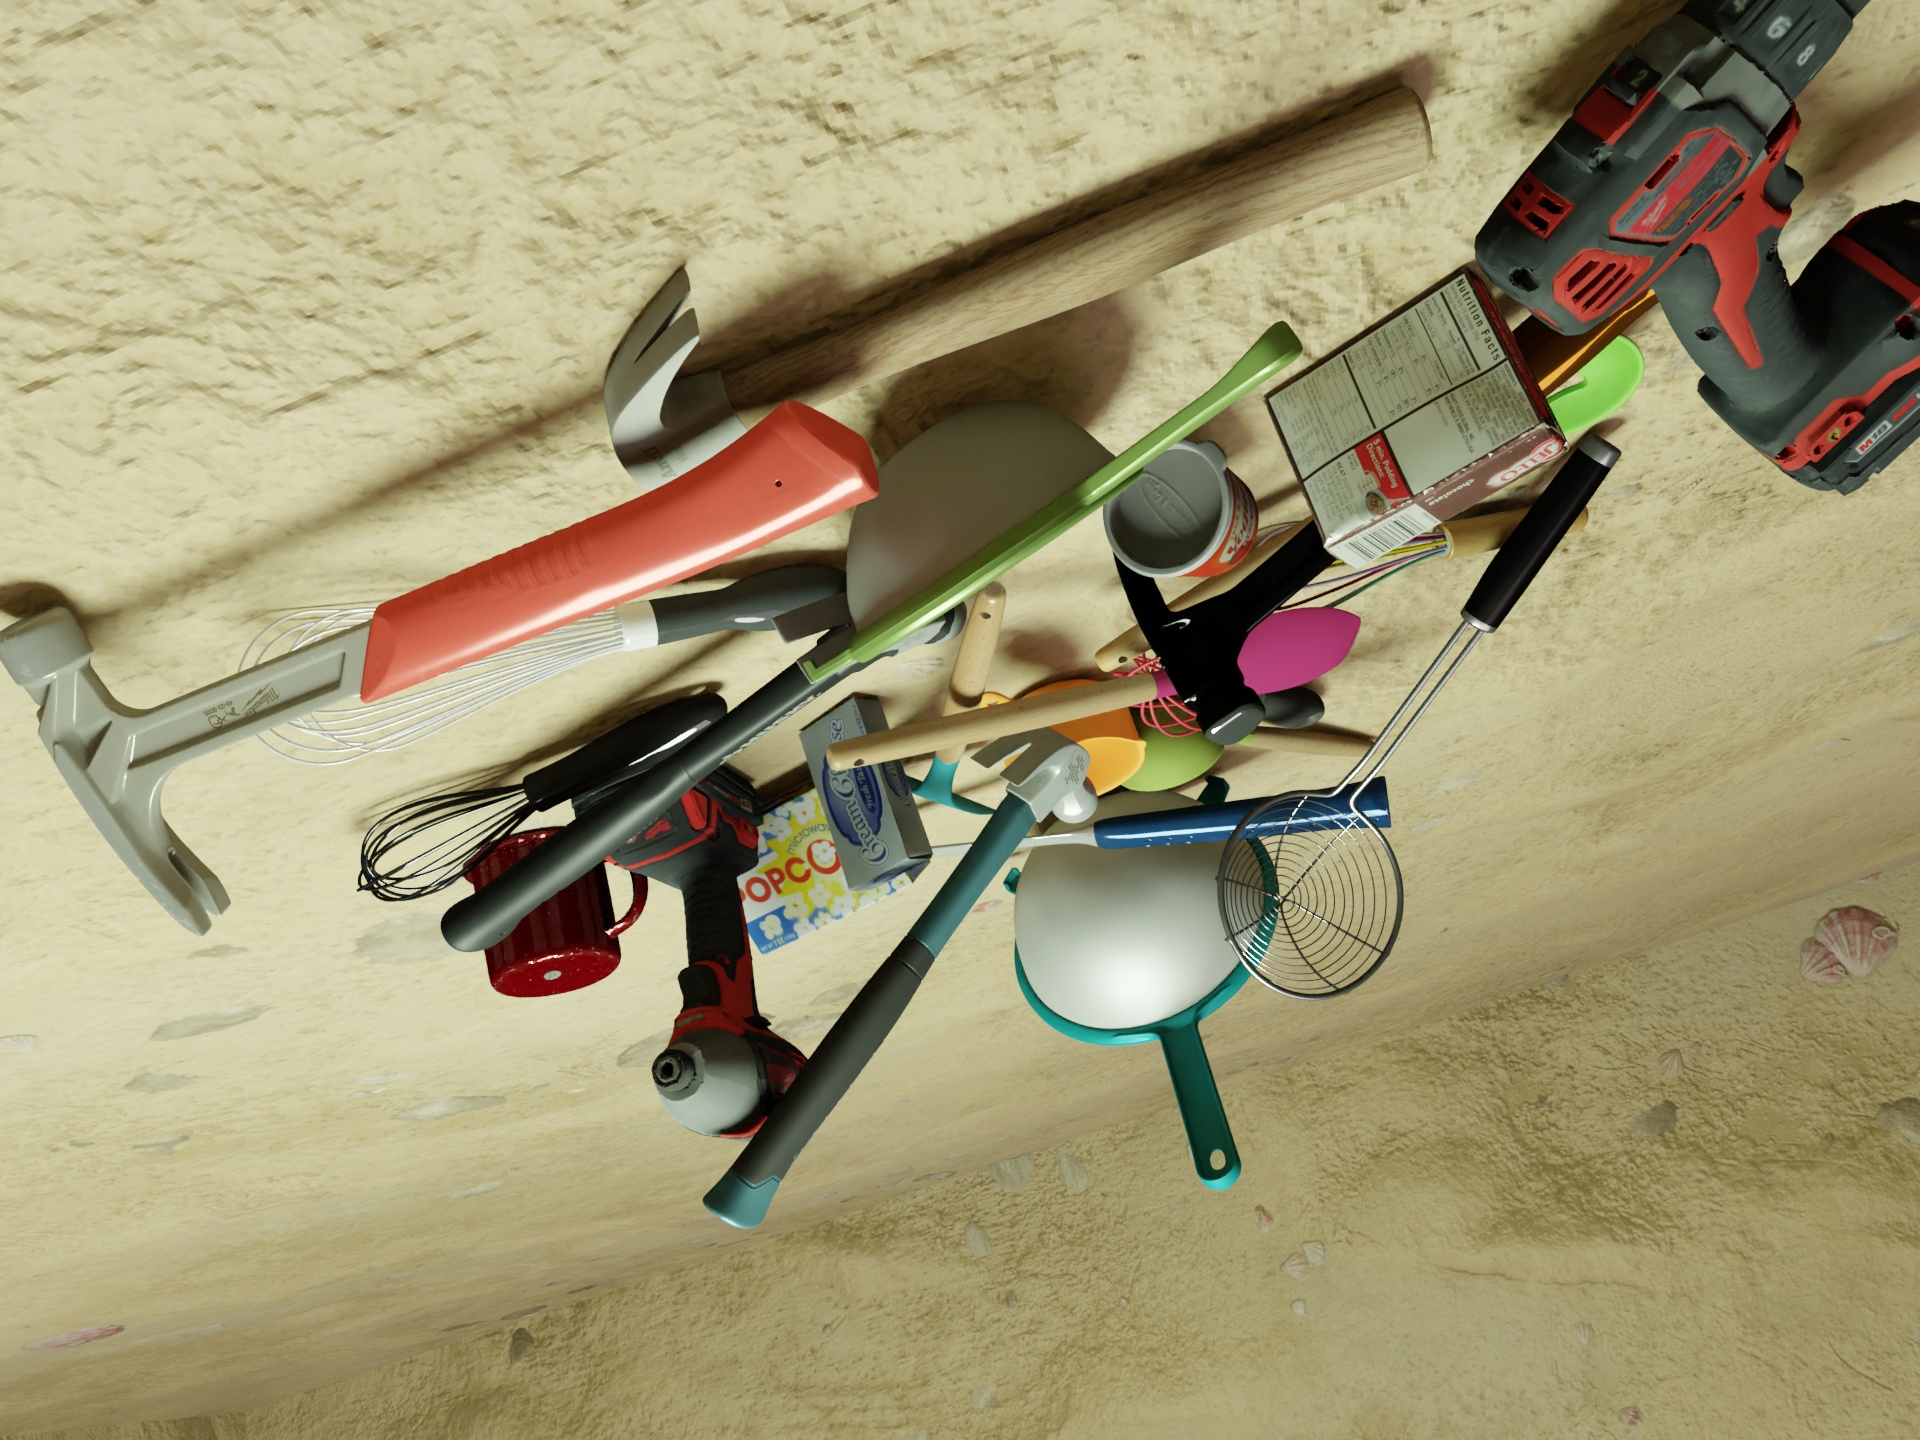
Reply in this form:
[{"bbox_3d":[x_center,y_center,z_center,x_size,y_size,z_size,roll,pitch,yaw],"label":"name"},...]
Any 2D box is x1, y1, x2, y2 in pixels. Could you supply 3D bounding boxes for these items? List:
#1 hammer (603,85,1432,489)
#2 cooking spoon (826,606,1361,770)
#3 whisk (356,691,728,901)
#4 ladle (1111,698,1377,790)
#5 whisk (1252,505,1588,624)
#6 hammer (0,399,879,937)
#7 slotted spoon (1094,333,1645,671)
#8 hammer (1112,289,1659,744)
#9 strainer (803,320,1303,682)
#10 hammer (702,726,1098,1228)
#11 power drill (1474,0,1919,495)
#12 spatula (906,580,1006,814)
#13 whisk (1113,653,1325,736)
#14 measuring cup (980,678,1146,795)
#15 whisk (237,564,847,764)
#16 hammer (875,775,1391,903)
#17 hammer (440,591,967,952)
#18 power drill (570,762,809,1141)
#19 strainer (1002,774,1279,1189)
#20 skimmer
[{"bbox_3d":[0.017,-0.165,0.611,0.331,0.031,0.130,-21,157,8],"label":"hammer"},{"bbox_3d":[0.080,-0.013,0.857,0.319,0.017,0.068,-12,142,-19],"label":"cooking spoon"},{"bbox_3d":[-0.235,0.041,0.887,0.239,0.055,0.055,-25,156,8],"label":"whisk"},{"bbox_3d":[0.219,0.024,1.145,0.078,0.062,0.320,3,179,42],"label":"ladle"},{"bbox_3d":[0.262,-0.098,0.917,0.245,0.051,0.047,-13,151,-18],"label":"whisk"},{"bbox_3d":[-0.198,-0.031,0.635,0.359,0.037,0.149,-20,112,10],"label":"hammer"},{"bbox_3d":[0.201,-0.110,0.831,0.313,0.031,0.070,-32,134,21],"label":"slotted spoon"},{"bbox_3d":[0.220,-0.134,0.764,0.337,0.127,0.034,-41,147,25],"label":"hammer"},{"bbox_3d":[0.029,-0.110,0.646,0.151,0.069,0.256,-38,-175,-40],"label":"strainer"},{"bbox_3d":[-0.030,0.139,0.893,0.331,0.033,0.128,-53,153,-15],"label":"hammer"},{"bbox_3d":[0.331,-0.204,0.620,0.226,0.080,0.188,21,121,-34],"label":"power drill"},{"bbox_3d":[-0.001,-0.003,0.894,0.082,0.044,0.317,22,154,3],"label":"spatula"},{"bbox_3d":[0.177,-0.019,1.021,0.073,0.073,0.295,-29,161,26],"label":"whisk"},{"bbox_3d":[0.048,-0.003,0.976,0.095,0.052,0.173,-26,148,19],"label":"measuring cup"},{"bbox_3d":[-0.182,-0.039,0.736,0.284,0.070,0.070,-13,157,-22],"label":"whisk"},{"bbox_3d":[0.083,0.079,1.082,0.405,0.035,0.144,-7,162,14],"label":"hammer"},{"bbox_3d":[-0.152,0.031,0.824,0.334,0.035,0.146,-34,174,22],"label":"hammer"},{"bbox_3d":[-0.152,0.132,0.920,0.078,0.220,0.143,-22,156,12],"label":"power drill"},{"bbox_3d":[0.126,0.163,1.110,0.211,0.341,0.095,-26,128,12],"label":"strainer"},{"bbox_3d":[0.275,0.003,0.929,0.127,0.090,0.363,25,114,-11],"label":"skimmer"}]
